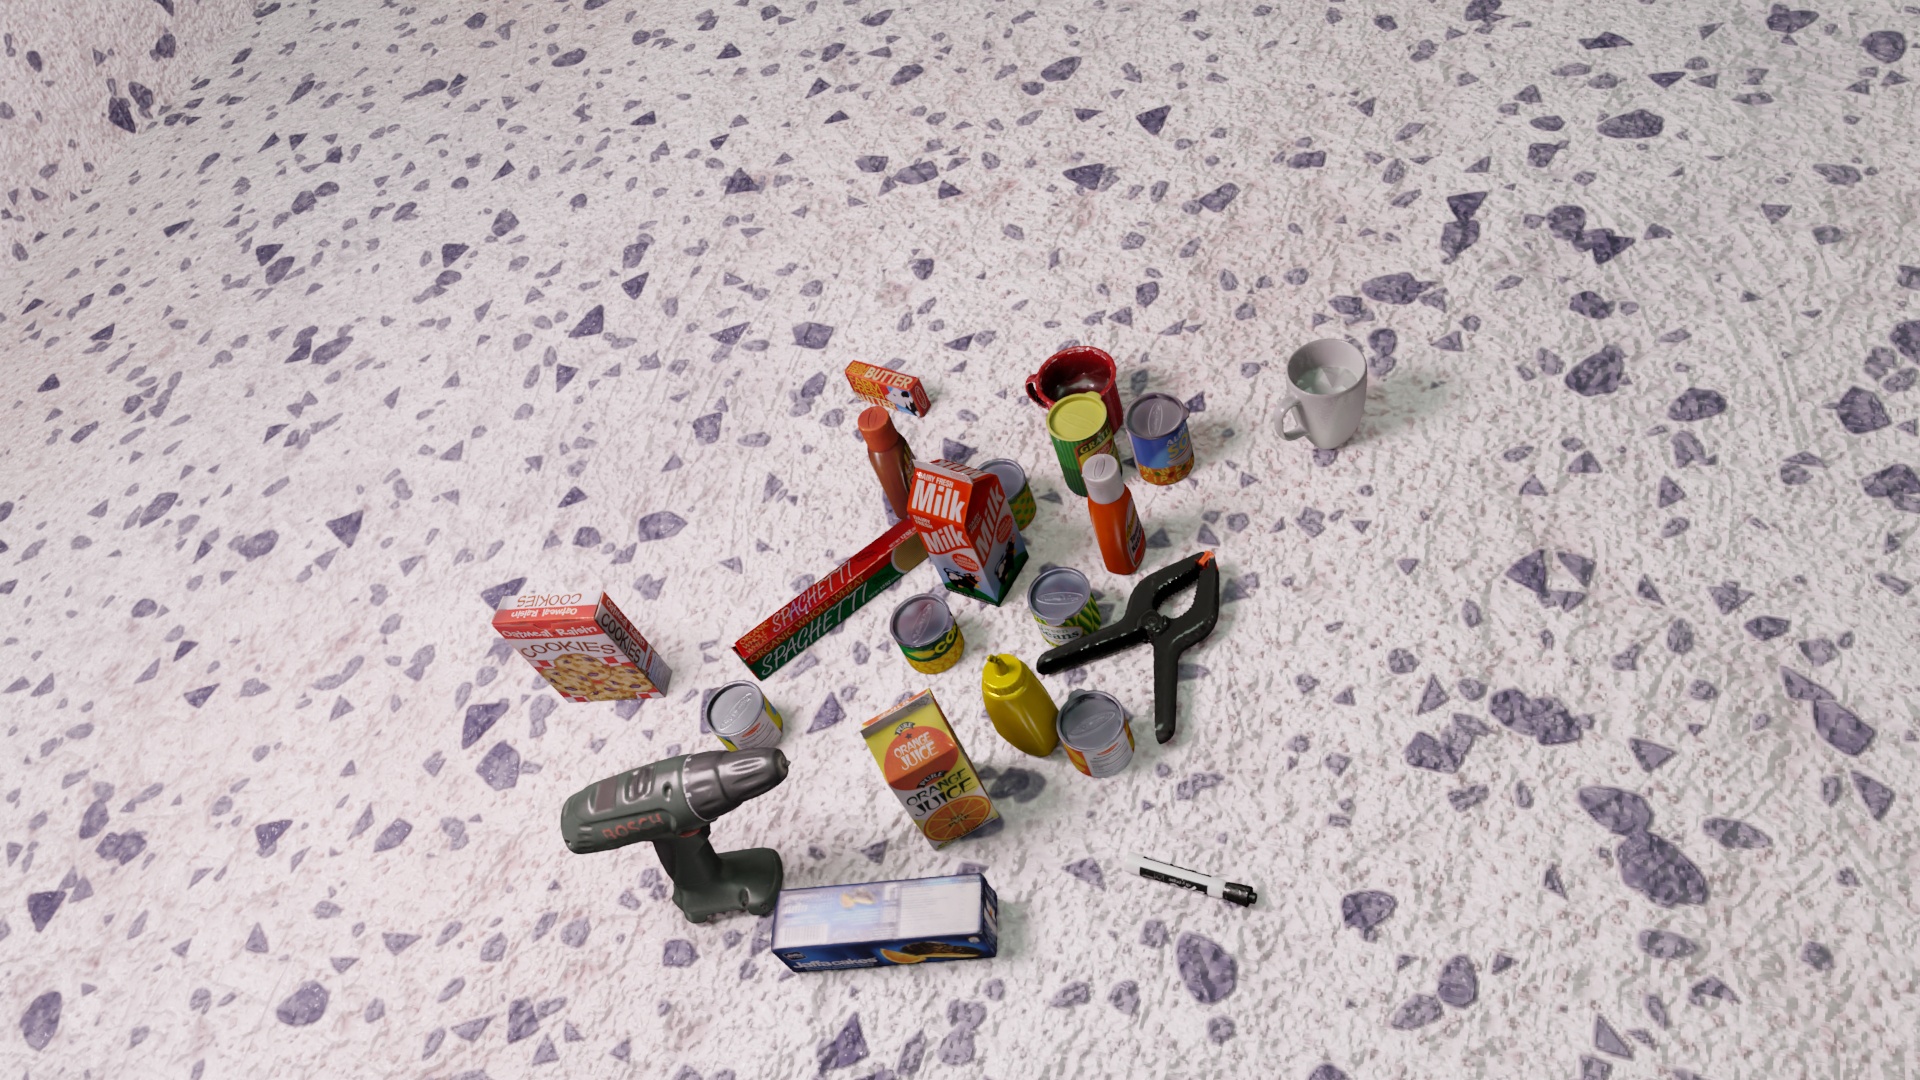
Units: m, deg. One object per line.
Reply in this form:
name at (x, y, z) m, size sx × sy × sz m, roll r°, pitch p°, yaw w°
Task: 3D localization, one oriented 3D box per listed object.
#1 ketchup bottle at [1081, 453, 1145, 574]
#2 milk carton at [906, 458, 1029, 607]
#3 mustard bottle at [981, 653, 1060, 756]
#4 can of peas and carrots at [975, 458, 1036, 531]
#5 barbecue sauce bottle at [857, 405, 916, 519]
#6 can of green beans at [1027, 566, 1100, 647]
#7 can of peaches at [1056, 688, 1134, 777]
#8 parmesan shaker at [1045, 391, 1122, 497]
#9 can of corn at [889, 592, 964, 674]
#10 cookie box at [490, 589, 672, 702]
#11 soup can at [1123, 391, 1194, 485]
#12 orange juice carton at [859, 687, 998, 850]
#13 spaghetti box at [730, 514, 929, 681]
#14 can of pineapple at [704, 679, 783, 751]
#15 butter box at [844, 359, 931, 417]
ketchup bottle at (0.156, -0.029, 1.427) m, size 0.043 × 0.148 × 0.065 m, roll 4°, pitch 56°, yaw 22°
milk carton at (0.005, -0.018, 1.444) m, size 0.072 × 0.189 × 0.074 m, roll 17°, pitch 61°, yaw 29°
mustard bottle at (0.053, 0.149, 1.319) m, size 0.065 × 0.159 × 0.049 m, roll 17°, pitch 61°, yaw 29°
can of peas and carrots at (0.044, -0.046, 1.537) m, size 0.071 × 0.058 × 0.071 m, roll -10°, pitch 52°, yaw 12°
barbecue sauce bottle at (-0.076, -0.089, 1.554) m, size 0.043 × 0.148 × 0.065 m, roll -6°, pitch 53°, yaw 15°
can of green beans at (0.107, 0.070, 1.427) m, size 0.071 × 0.057 × 0.071 m, roll -10°, pitch 52°, yaw 12°
can of peaches at (0.129, 0.184, 1.332) m, size 0.071 × 0.057 × 0.071 m, roll -10°, pitch 52°, yaw 12°
parmesan shaker at (0.139, -0.104, 1.520) m, size 0.071 × 0.102 × 0.071 m, roll -10°, pitch 52°, yaw 12°
can of corn at (-0.032, 0.098, 1.453) m, size 0.071 × 0.058 × 0.071 m, roll -10°, pitch 52°, yaw 12°
cookie box at (-0.405, 0.117, 1.498) m, size 0.123 × 0.166 × 0.040 m, roll -5°, pitch 53°, yaw 16°
soup can at (0.219, -0.110, 1.509) m, size 0.071 × 0.083 × 0.072 m, roll -10°, pitch 52°, yaw 12°
orange juice carton at (-0.032, 0.205, 1.285) m, size 0.072 × 0.191 × 0.073 m, roll -28°, pitch 50°, yaw -2°
spaghetti box at (-0.136, 0.061, 1.523) m, size 0.250 × 0.050 × 0.029 m, roll -37°, pitch 51°, yaw -10°
can of pineapple at (-0.227, 0.187, 1.454) m, size 0.071 × 0.057 × 0.071 m, roll -10°, pitch 52°, yaw 12°
butter box at (-0.090, -0.185, 1.694) m, size 0.103 × 0.053 × 0.024 m, roll 19°, pitch 63°, yaw 30°
